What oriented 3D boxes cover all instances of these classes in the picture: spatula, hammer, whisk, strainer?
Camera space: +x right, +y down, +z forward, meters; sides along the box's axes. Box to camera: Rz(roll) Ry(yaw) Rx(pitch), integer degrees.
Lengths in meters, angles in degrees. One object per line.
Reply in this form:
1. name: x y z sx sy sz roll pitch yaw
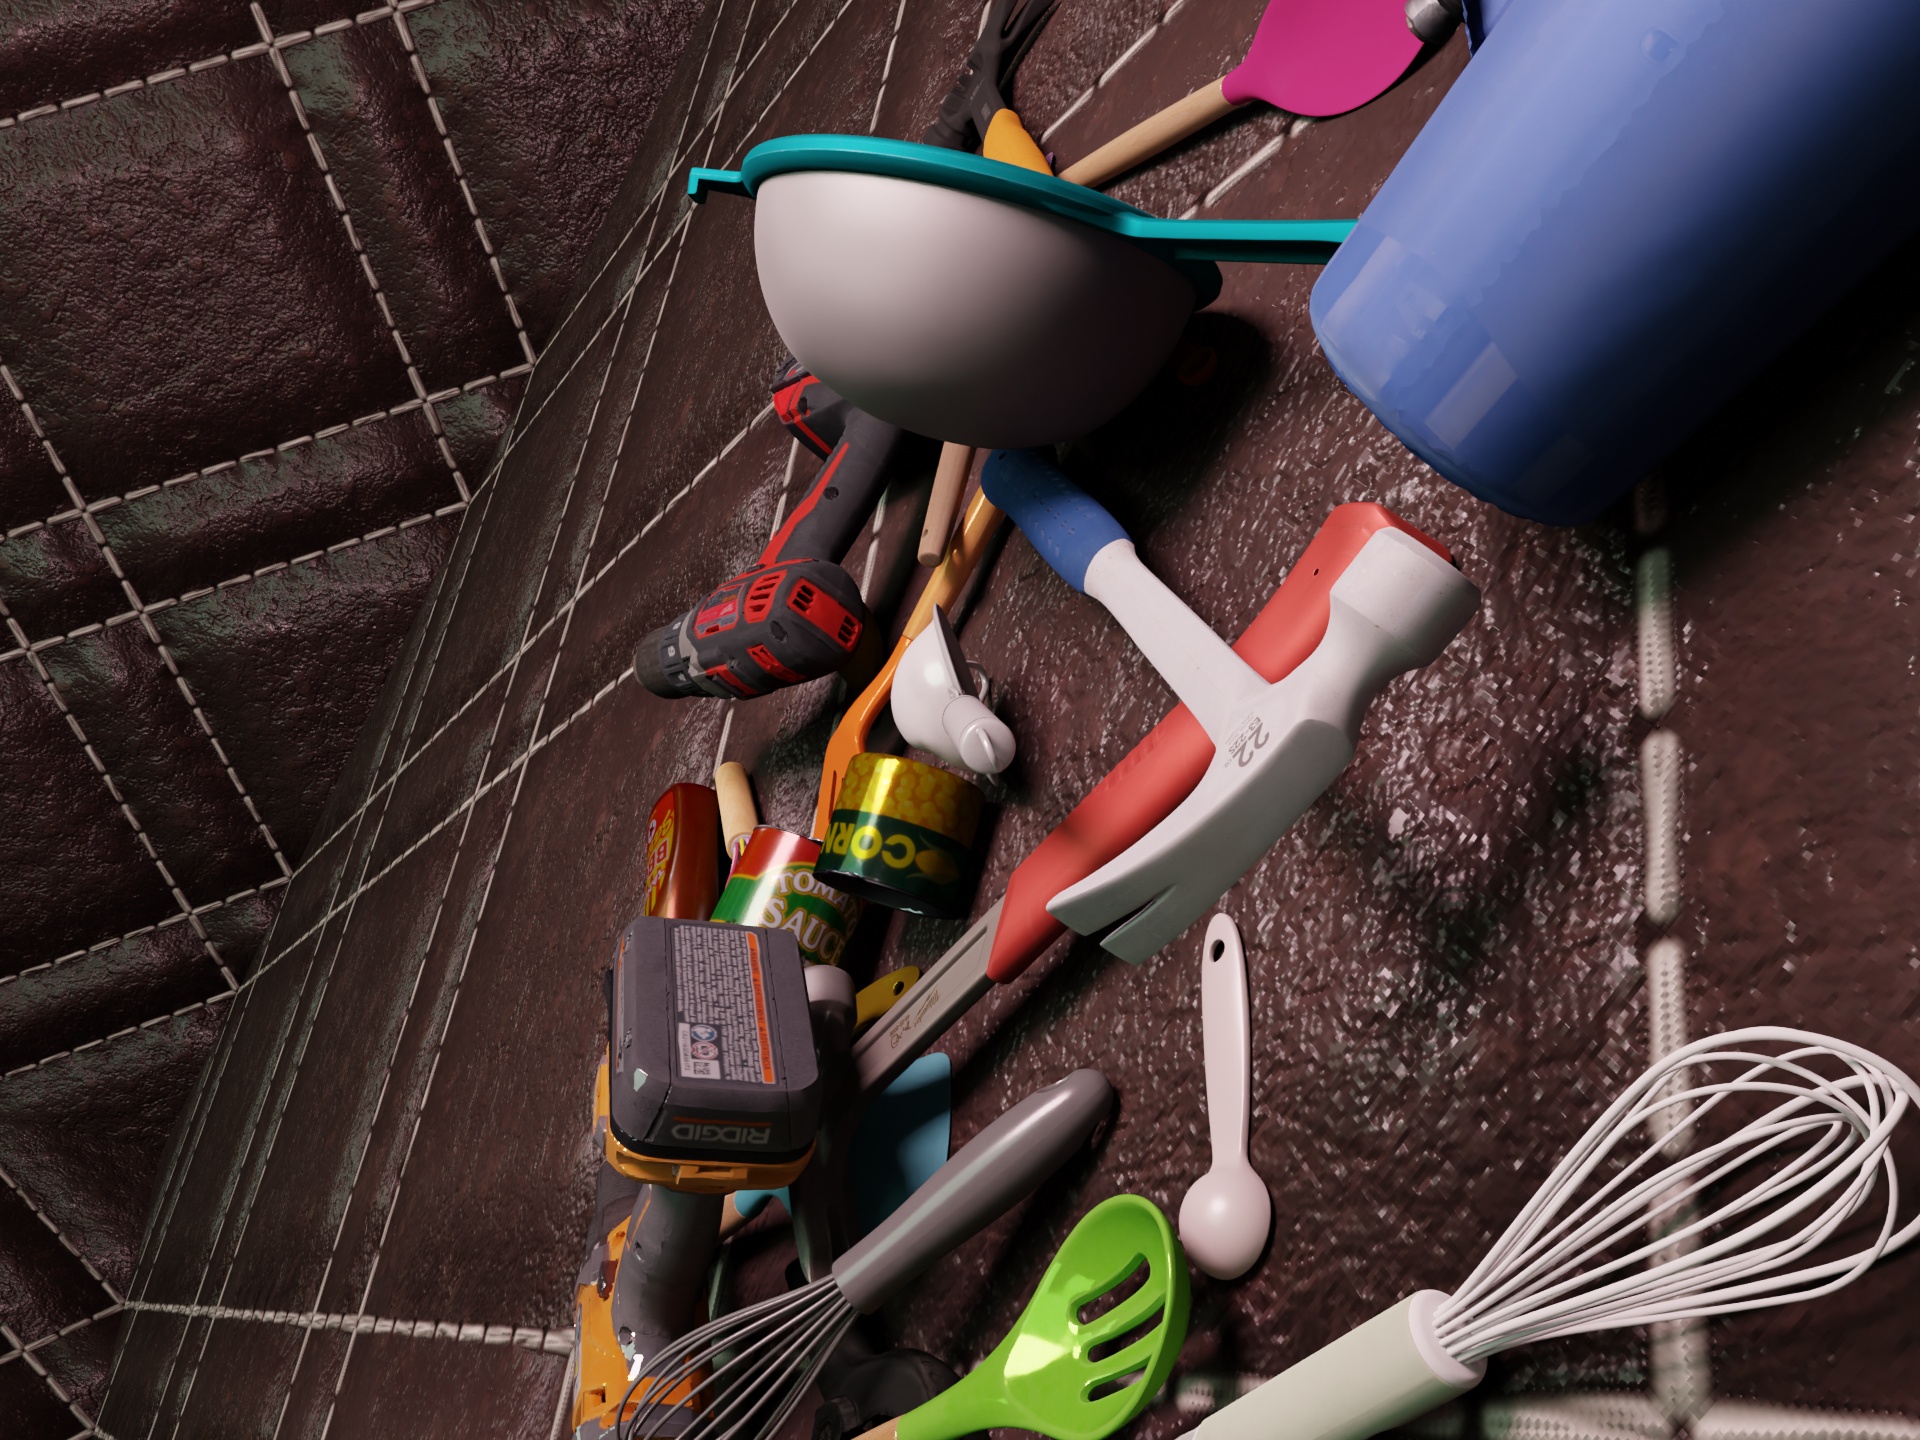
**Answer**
1. spatula: 0.013 -0.205 0.881 0.059 0.018 0.316 -36 33 47
2. hammer: 0.055 -0.051 0.605 0.144 0.035 0.406 -52 19 11
3. spatula: -0.005 -0.058 0.820 0.322 0.041 0.081 -61 28 2
4. whisk: -0.037 0.206 0.581 0.239 0.055 0.055 -41 30 5
5. strainer: -0.001 -0.002 0.645 0.258 0.050 0.087 -129 19 -83
6. hammer: 0.032 -0.343 0.933 0.127 0.034 0.337 -56 24 28
7. hammer: 0.042 0.063 0.590 0.359 0.036 0.149 -48 34 28
8. spatula: -0.101 0.241 0.761 0.317 0.044 0.082 -44 32 47
9. whisk: -0.120 0.086 0.903 0.051 0.047 0.245 -48 25 10
10. strainer: 0.039 -0.156 0.640 0.341 0.210 0.095 20 98 49
11. whisk: 0.125 0.148 0.387 0.246 0.059 0.058 -51 -7 37

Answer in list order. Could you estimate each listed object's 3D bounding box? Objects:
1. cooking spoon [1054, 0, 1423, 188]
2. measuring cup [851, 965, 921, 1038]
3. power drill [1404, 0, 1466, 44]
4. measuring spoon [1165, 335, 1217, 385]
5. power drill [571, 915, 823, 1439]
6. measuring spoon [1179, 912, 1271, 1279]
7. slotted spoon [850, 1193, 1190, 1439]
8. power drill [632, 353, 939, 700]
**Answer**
1. cooking spoon: 0.118 -0.298 0.771 0.319 0.017 0.068 4 110 65
2. measuring cup: -0.066 0.164 0.763 0.156 0.029 0.062 -38 34 25
3. power drill: 0.216 -0.366 0.587 0.164 0.084 0.227 -41 39 45
4. measuring spoon: 0.094 -0.173 0.740 0.021 0.011 0.117 -45 26 8
5. power drill: -0.124 0.193 0.683 0.186 0.084 0.226 -111 33 -60
6. measuring spoon: 0.082 0.117 0.517 0.034 0.018 0.124 -38 37 45
7. slotted spoon: -0.033 0.252 0.542 0.313 0.031 0.070 -41 32 28
8. power drill: -0.098 -0.110 0.909 0.188 0.080 0.227 -11 50 50
